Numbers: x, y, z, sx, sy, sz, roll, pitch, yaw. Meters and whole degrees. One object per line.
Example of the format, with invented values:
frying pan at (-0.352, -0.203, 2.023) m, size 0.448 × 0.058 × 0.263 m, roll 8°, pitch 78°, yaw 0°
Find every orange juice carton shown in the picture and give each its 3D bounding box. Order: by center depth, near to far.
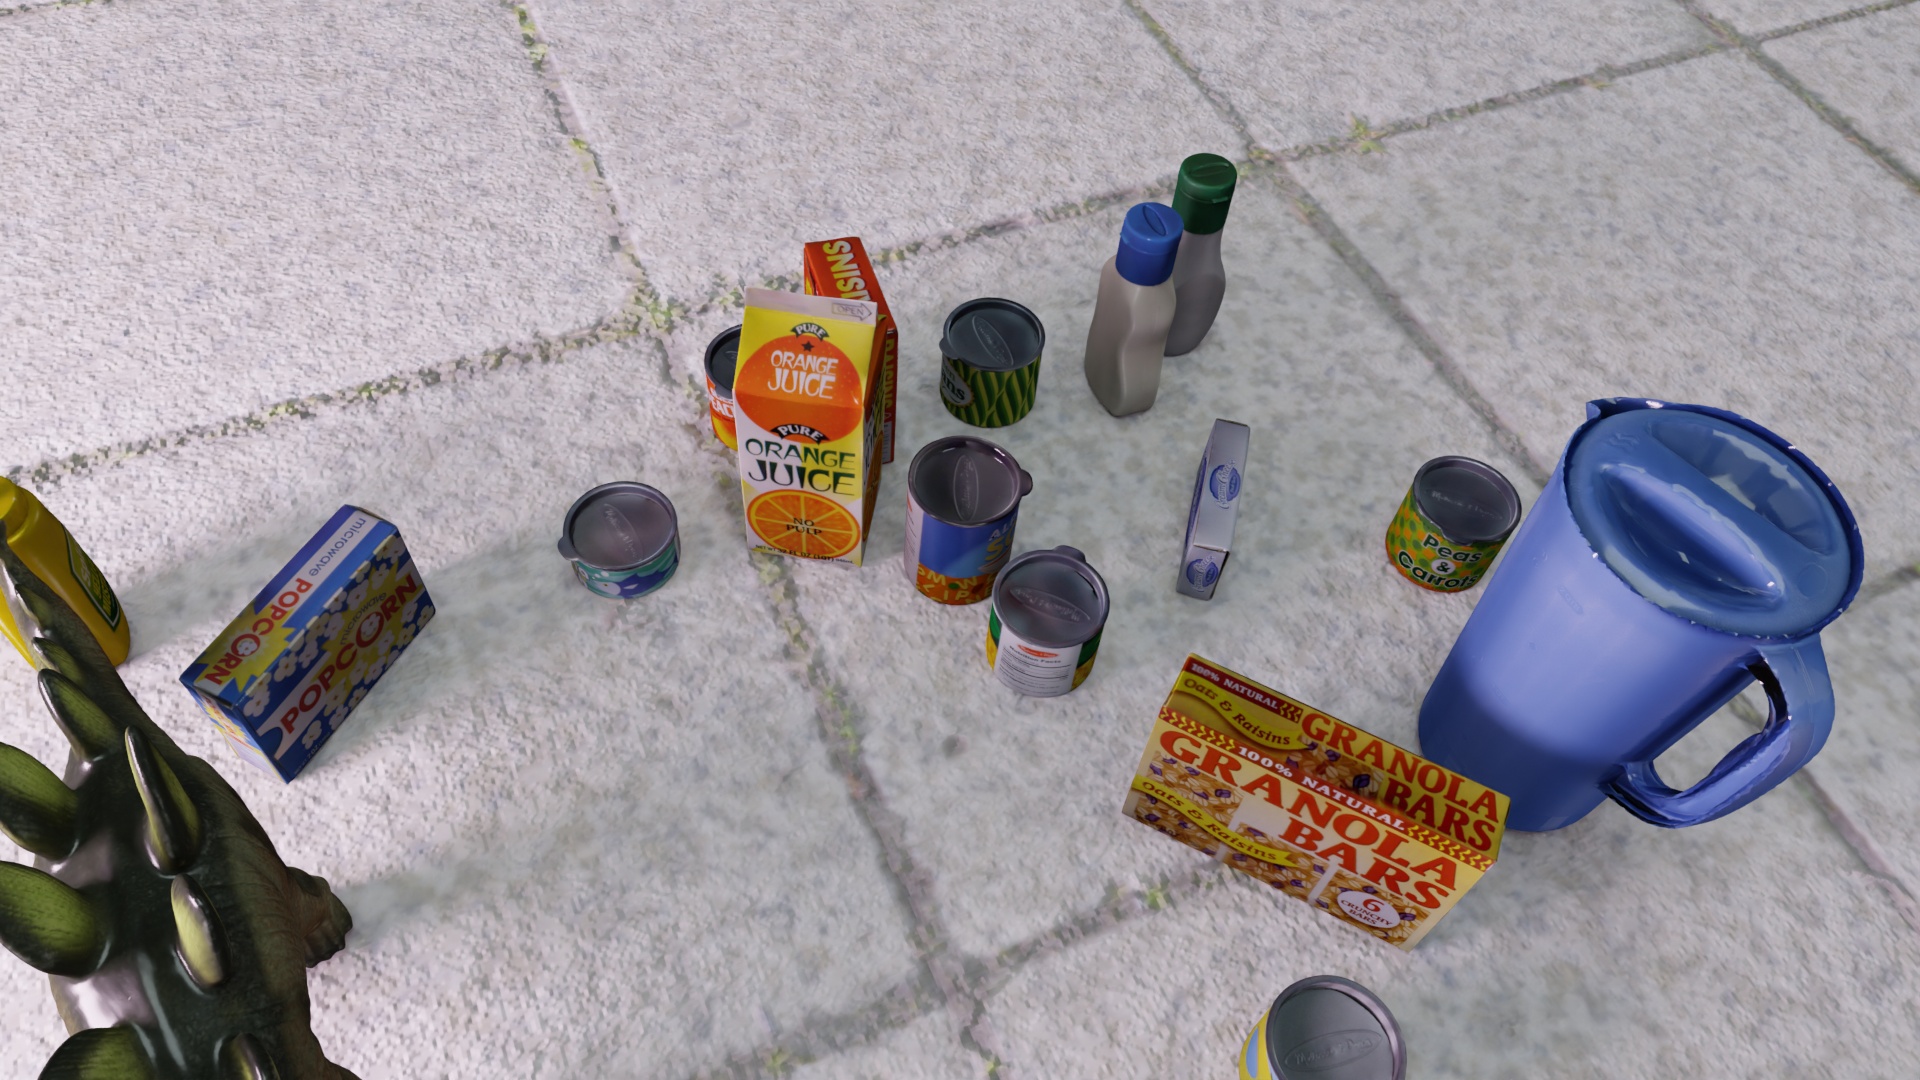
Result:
orange juice carton at (-0.083, -0.071, 0.791) m, size 0.072 × 0.191 × 0.073 m, roll 9°, pitch 54°, yaw 2°

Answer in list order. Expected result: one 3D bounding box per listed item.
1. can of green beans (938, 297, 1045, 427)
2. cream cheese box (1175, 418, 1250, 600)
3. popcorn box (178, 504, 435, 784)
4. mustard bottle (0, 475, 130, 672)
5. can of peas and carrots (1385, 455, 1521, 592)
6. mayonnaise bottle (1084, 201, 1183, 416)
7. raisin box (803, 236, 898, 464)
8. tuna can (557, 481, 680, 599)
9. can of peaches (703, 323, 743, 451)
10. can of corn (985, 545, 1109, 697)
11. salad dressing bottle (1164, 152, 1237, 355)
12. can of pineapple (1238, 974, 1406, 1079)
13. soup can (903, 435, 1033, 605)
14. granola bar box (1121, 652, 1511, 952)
can of green beans at (0.020, -0.117, 0.917) m, size 0.071 × 0.057 × 0.071 m, roll 2°, pitch 54°, yaw -3°
cream cheese box at (0.157, -0.020, 0.860) m, size 0.024 × 0.053 × 0.104 m, roll 14°, pitch 54°, yaw 5°
popcorn box at (-0.344, 0.054, 0.743) m, size 0.038 × 0.084 × 0.127 m, roll 23°, pitch 55°, yaw 11°
mustard bottle at (-0.484, 0.011, 0.716) m, size 0.049 × 0.159 × 0.065 m, roll -23°, pitch 59°, yaw -20°
can of peas and carrots at (0.304, -0.008, 0.861) m, size 0.071 × 0.058 × 0.071 m, roll 2°, pitch 54°, yaw -3°
mayonnaise bottle at (0.112, -0.149, 0.892) m, size 0.041 × 0.147 × 0.065 m, roll -14°, pitch 57°, yaw -14°
raisin box at (-0.070, -0.115, 0.867) m, size 0.040 × 0.122 × 0.086 m, roll -12°, pitch 56°, yaw -13°
tuna can at (-0.203, 0.001, 0.827) m, size 0.071 × 0.032 × 0.071 m, roll 2°, pitch 54°, yaw -3°
can of peaches at (-0.130, -0.095, 0.887) m, size 0.071 × 0.057 × 0.071 m, roll 2°, pitch 54°, yaw -3°
can of corn at (0.050, 0.047, 0.799) m, size 0.071 × 0.058 × 0.071 m, roll 2°, pitch 54°, yaw -3°
salad dressing bottle at (0.151, -0.188, 0.925) m, size 0.064 × 0.146 × 0.044 m, roll -16°, pitch 57°, yaw -16°
can of pineapple at (0.171, 0.250, 0.661) m, size 0.071 × 0.057 × 0.071 m, roll 2°, pitch 54°, yaw -3°
soup can at (0.003, -0.010, 0.821) m, size 0.071 × 0.083 × 0.072 m, roll 2°, pitch 54°, yaw -3°
granola bar box at (0.174, 0.134, 0.705) m, size 0.166 × 0.123 × 0.039 m, roll 24°, pitch 56°, yaw 13°
